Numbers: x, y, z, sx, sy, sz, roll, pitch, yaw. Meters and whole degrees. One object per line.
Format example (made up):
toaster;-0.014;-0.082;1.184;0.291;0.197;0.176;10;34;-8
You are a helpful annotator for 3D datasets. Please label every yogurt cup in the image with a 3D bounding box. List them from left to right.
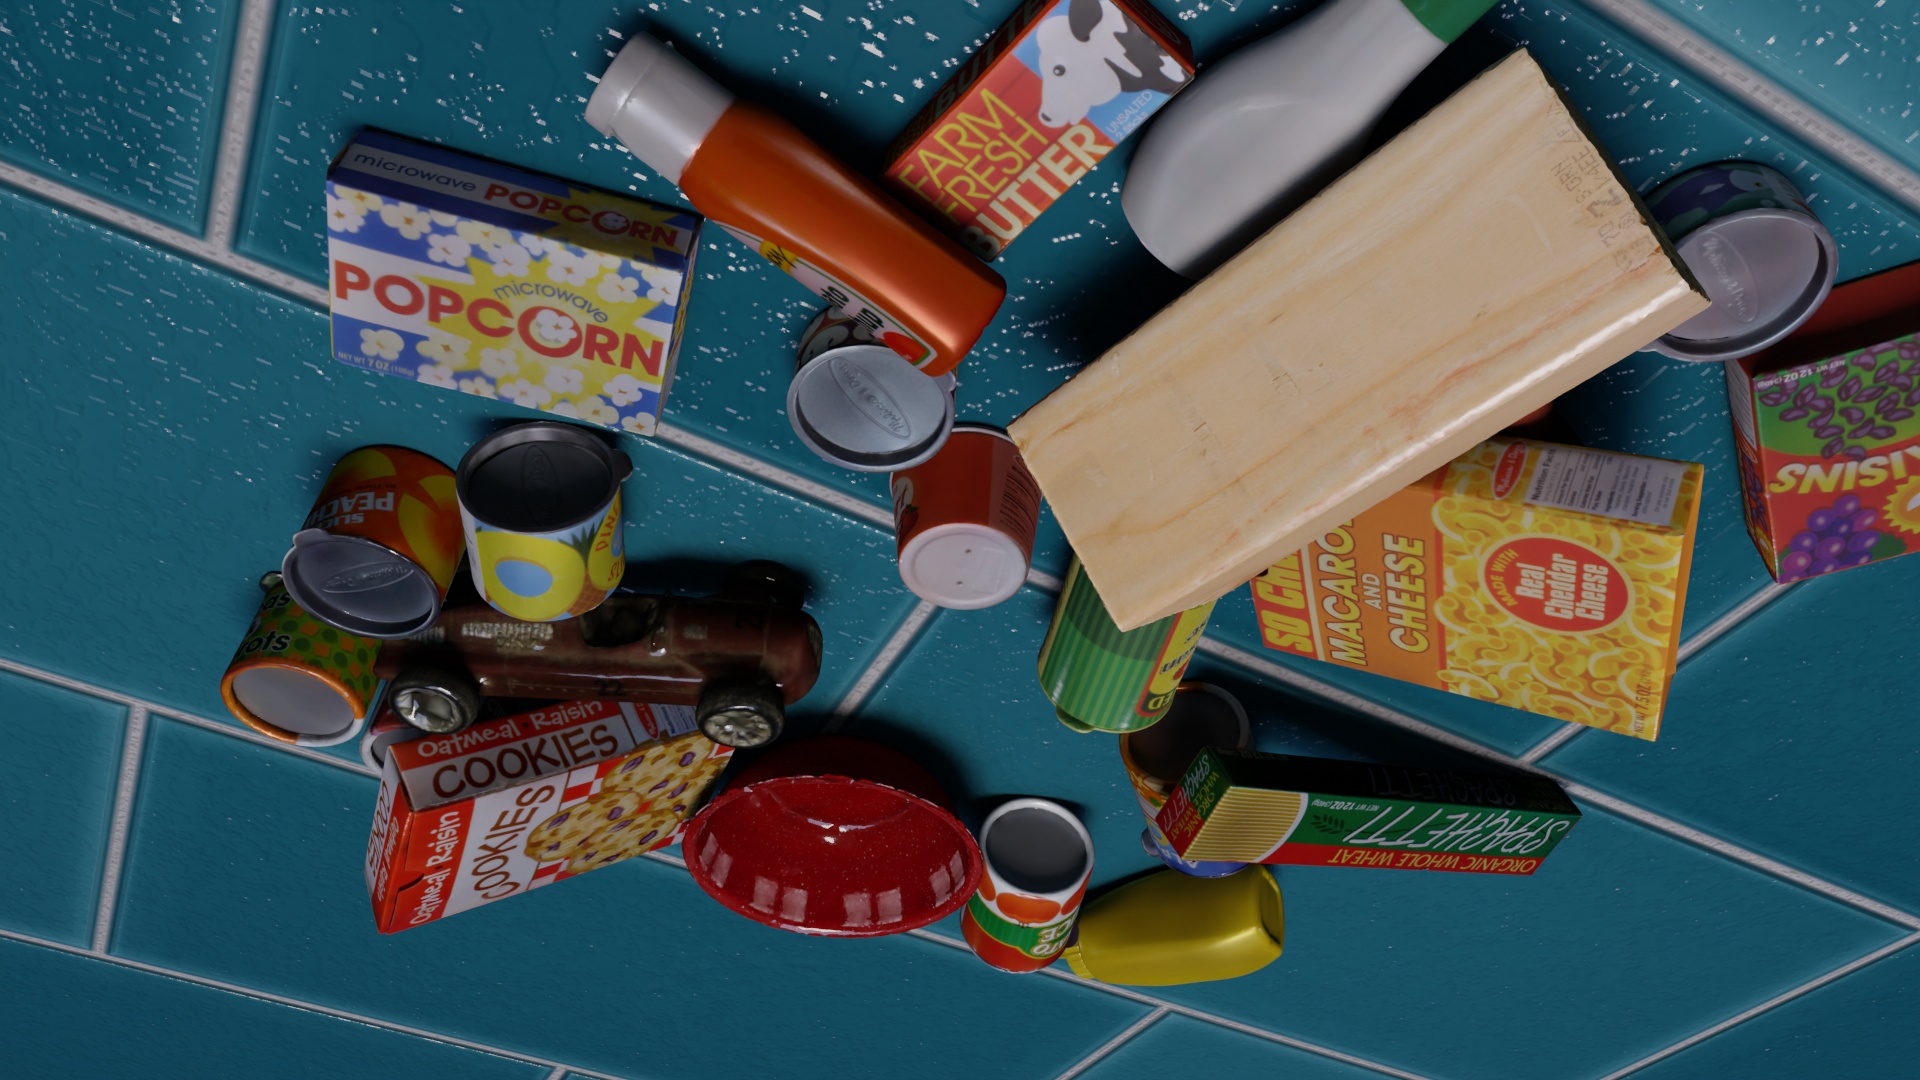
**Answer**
yogurt cup;0.002;-0.007;0.592;0.072;0.054;0.072;1;136;1

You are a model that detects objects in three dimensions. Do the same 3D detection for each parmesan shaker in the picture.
parmesan shaker;0.076;0.030;0.614;0.071;0.072;0.102;9;135;-5

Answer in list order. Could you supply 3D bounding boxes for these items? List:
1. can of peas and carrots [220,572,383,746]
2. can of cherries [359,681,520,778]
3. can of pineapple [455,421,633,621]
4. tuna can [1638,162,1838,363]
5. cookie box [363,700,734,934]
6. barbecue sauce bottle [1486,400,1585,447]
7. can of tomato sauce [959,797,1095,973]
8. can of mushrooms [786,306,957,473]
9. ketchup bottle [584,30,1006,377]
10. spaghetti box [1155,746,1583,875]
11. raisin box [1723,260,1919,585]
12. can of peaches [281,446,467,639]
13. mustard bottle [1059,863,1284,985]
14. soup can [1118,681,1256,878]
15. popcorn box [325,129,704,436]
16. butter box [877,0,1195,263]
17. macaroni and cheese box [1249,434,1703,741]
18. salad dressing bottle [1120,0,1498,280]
can of peas and carrots;-0.315;0.056;0.671;0.071;0.059;0.070;1;135;1
can of cherries;-0.258;0.089;0.702;0.071;0.059;0.071;2;136;2
can of pineapple;-0.176;-0.008;0.593;0.071;0.071;0.057;7;136;-4
tuna can;0.270;-0.098;0.500;0.071;0.033;0.070;2;135;2
cookie box;-0.201;0.128;0.691;0.168;0.040;0.122;-12;147;-36
barbecue sauce bottle;0.232;-0.022;0.572;0.065;0.044;0.148;-12;133;24
can of tomato sauce;0.039;0.197;0.788;0.071;0.071;0.082;6;135;-3
can of mushrooms;-0.032;-0.062;0.553;0.071;0.034;0.070;2;135;2
ketchup bottle;-0.055;-0.115;0.478;0.149;0.065;0.043;34;89;-13
spaghetti box;0.212;0.138;0.696;0.250;0.029;0.050;10;122;-29
raisin box;0.355;-0.044;0.547;0.086;0.040;0.123;-18;131;19
can of peaches;-0.255;-0.001;0.611;0.071;0.058;0.070;2;135;2
mustard bottle;0.113;0.233;0.829;0.160;0.066;0.048;-21;126;30
soup can;0.119;0.123;0.709;0.071;0.072;0.083;-11;133;14
popcorn box;-0.168;-0.095;0.523;0.127;0.038;0.084;13;134;-10
butter box;0.024;-0.145;0.472;0.053;0.024;0.103;33;128;-27
macaroni and cheese box;0.199;0.011;0.560;0.166;0.040;0.123;12;142;30
salad dressing bottle;0.118;-0.148;0.451;0.064;0.044;0.147;26;130;-31
